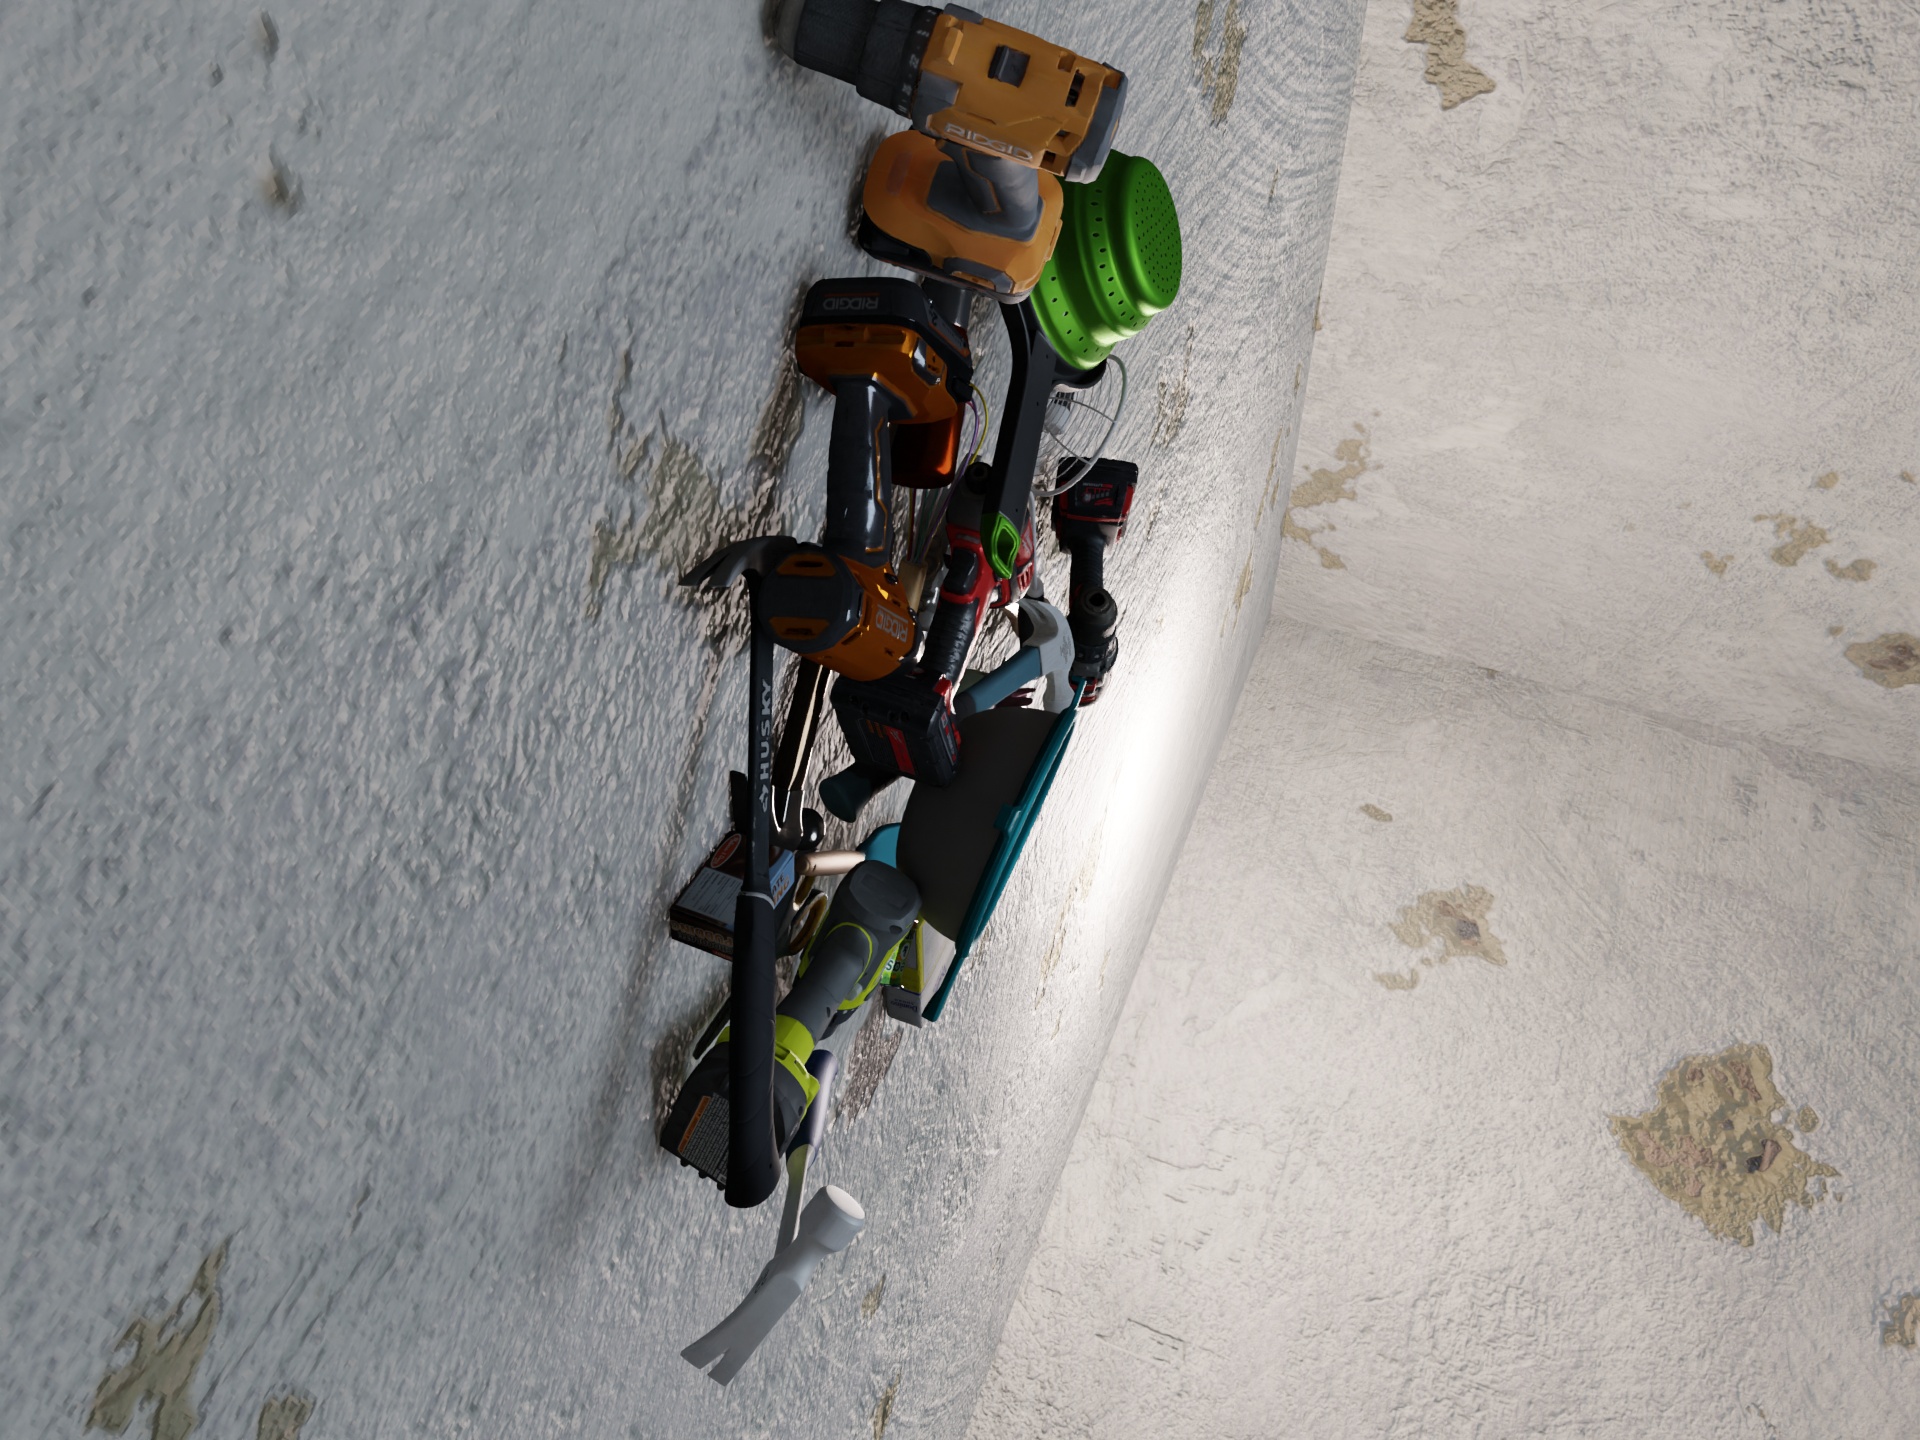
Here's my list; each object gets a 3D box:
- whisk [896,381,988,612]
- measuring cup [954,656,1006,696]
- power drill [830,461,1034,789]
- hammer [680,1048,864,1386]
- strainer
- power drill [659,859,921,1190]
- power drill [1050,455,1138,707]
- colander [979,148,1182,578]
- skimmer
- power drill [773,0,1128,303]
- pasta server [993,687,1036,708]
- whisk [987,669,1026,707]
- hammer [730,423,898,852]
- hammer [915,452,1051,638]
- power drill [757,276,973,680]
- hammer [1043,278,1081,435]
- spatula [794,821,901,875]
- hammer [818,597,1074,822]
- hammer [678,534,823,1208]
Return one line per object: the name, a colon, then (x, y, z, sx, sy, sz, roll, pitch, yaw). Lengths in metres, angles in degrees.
whisk: (-0.026, -0.140, 1.205, 0.051, 0.047, 0.244, 50, -48, 53)
measuring cup: (0.013, -0.029, 1.494, 0.168, 0.038, 0.083, -63, 167, -63)
power drill: (-0.009, -0.075, 1.145, 0.143, 0.078, 0.220, 77, 34, -61)
hammer: (-0.119, 0.321, 1.132, 0.144, 0.035, 0.405, -52, -175, 4)
strainer: (-0.010, 0.115, 1.267, 0.211, 0.095, 0.340, -59, 172, -50)
power drill: (-0.120, 0.227, 1.150, 0.229, 0.080, 0.190, -54, 175, -48)
power drill: (0.126, -0.144, 1.539, 0.187, 0.080, 0.227, 93, 2, -67)
colander: (0.089, -0.279, 1.142, 0.204, 0.094, 0.397, 45, 49, -50)
skimmer: (0.094, -0.161, 1.402, 0.362, 0.090, 0.127, 87, 1, -51)
power drill: (-0.014, -0.329, 0.906, 0.226, 0.185, 0.084, 138, -30, -83)
pasta server: (0.054, 0.021, 1.598, 0.316, 0.040, 0.060, 74, 24, -78)
whisk: (0.061, -0.005, 1.674, 0.246, 0.058, 0.059, 53, 20, -68)
hammer: (-0.092, -0.065, 1.085, 0.130, 0.031, 0.331, -1, 106, -75)
hammer: (0.031, -0.133, 1.446, 0.410, 0.038, 0.146, 12, 92, -75)
power drill: (-0.052, -0.137, 0.979, 0.164, 0.084, 0.226, 27, 69, -68)
hammer: (0.076, -0.378, 1.356, 0.334, 0.035, 0.146, 51, 57, -71)
spatula: (-0.078, 0.113, 1.257, 0.317, 0.044, 0.082, 23, 83, -81)
hammer: (-0.002, -0.004, 1.316, 0.331, 0.033, 0.128, -36, 128, -45)
hammer: (-0.125, 0.091, 0.966, 0.149, 0.036, 0.409, -6, 99, -70)
